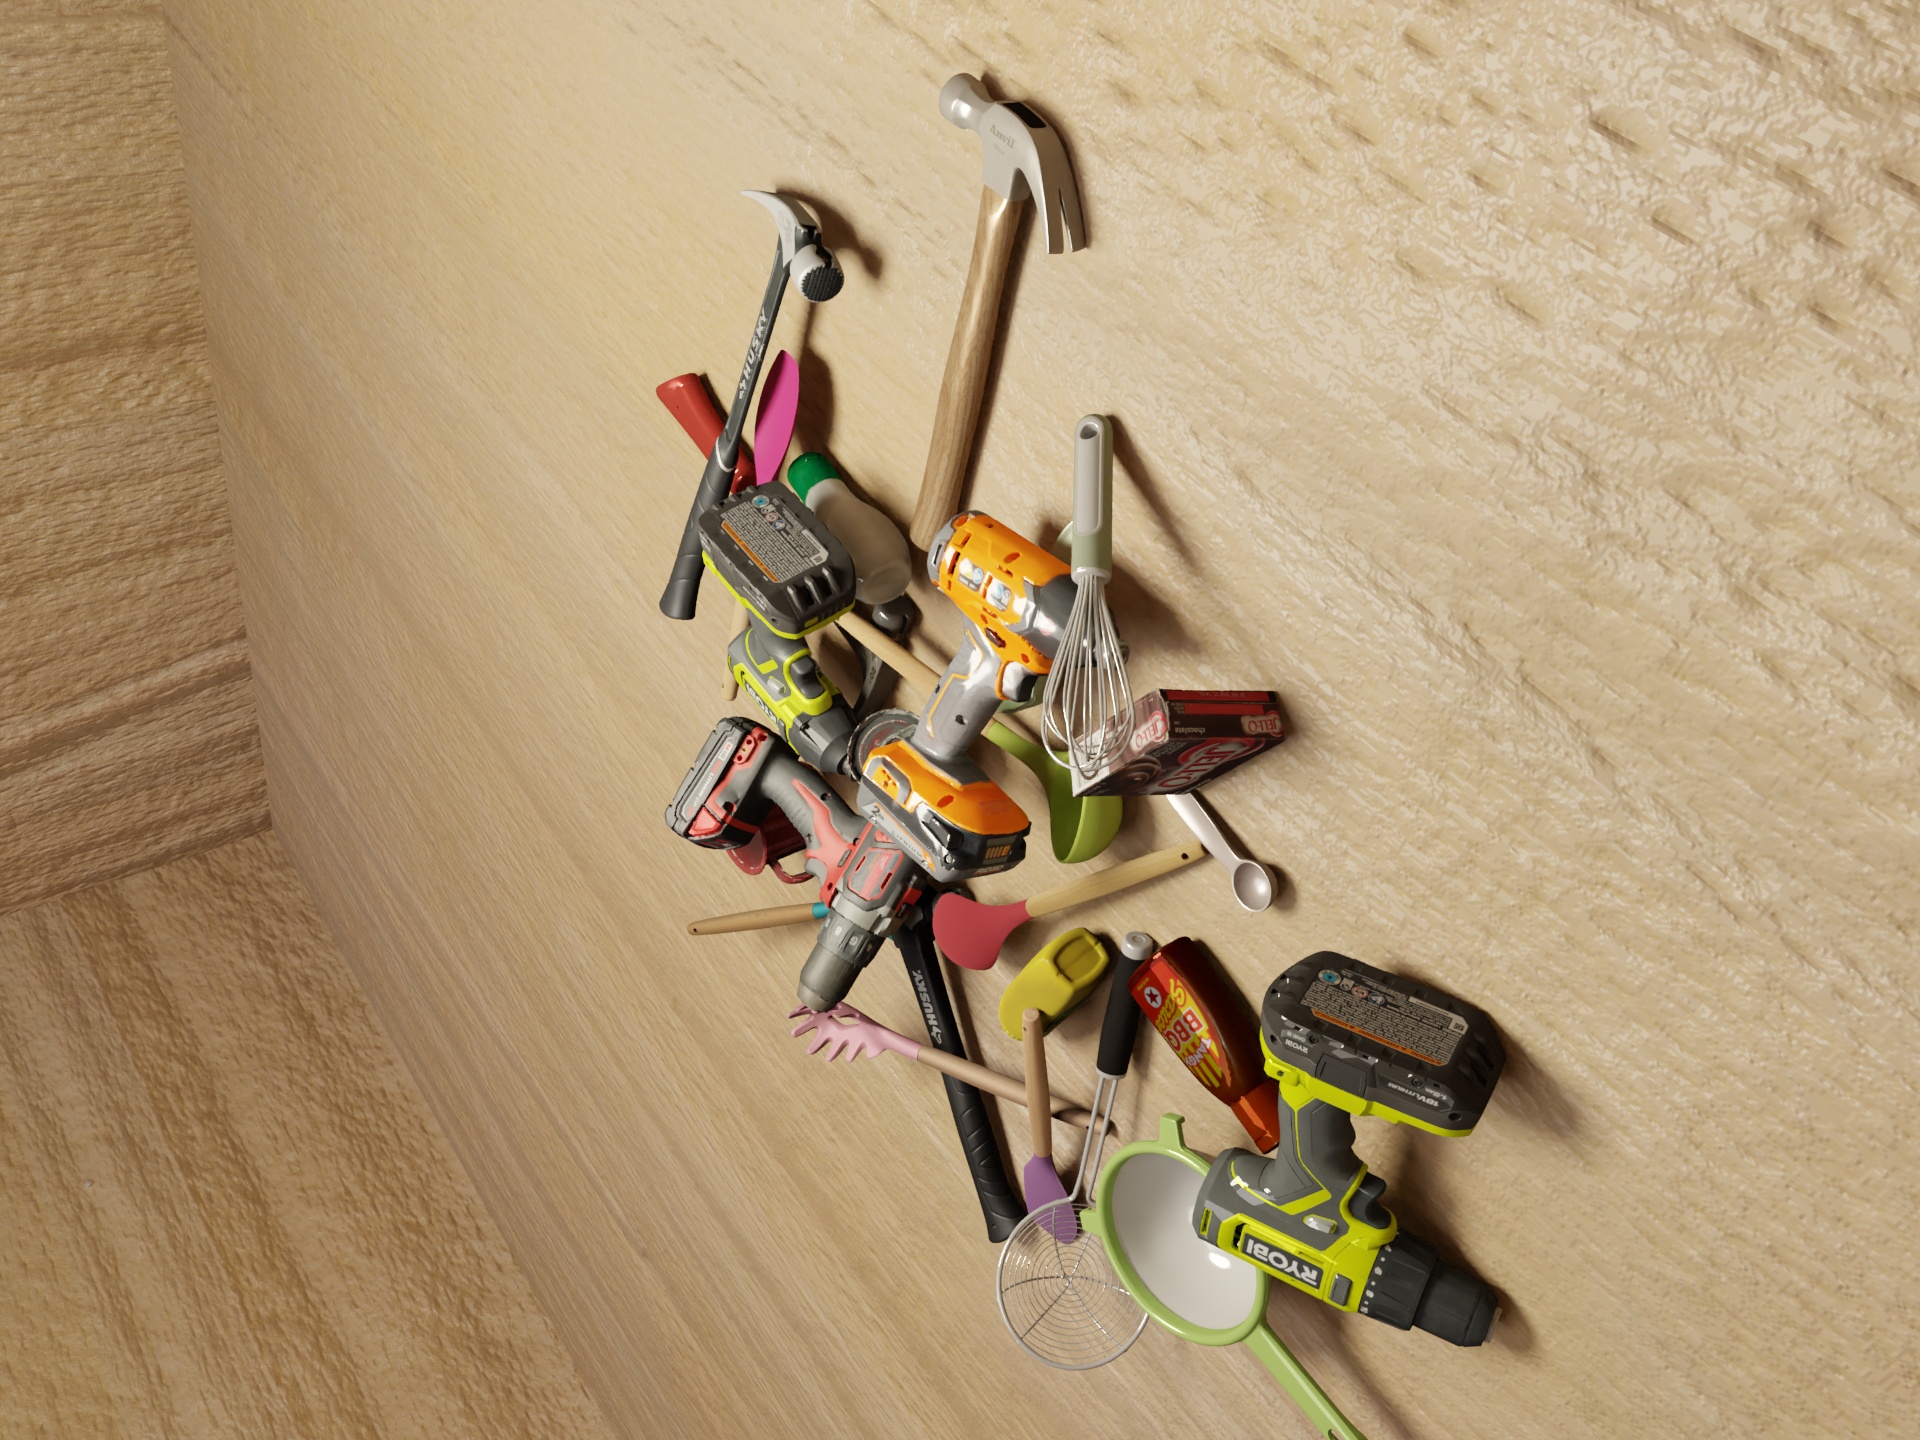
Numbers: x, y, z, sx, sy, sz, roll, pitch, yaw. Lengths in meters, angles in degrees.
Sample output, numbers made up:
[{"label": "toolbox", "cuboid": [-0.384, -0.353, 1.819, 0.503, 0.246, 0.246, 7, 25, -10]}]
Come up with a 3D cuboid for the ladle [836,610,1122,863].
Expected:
[{"label": "ladle", "cuboid": [-0.002, -0.004, 1.179, 0.320, 0.062, 0.078, 38, 127, 31]}]

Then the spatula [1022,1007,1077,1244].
[{"label": "spatula", "cuboid": [0.066, 0.330, 1.270, 0.060, 0.018, 0.315, 30, 144, 34]}]

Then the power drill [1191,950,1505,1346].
[{"label": "power drill", "cuboid": [0.248, 0.269, 0.961, 0.191, 0.080, 0.228, 20, 126, 25]}]

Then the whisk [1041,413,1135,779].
[{"label": "whisk", "cuboid": [0.079, -0.081, 0.973, 0.058, 0.059, 0.246, -7, 66, 24]}]

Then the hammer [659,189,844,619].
[{"label": "hammer", "cuboid": [-0.189, -0.238, 1.301, 0.149, 0.036, 0.408, 64, 142, 36]}]

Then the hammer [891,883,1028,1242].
[{"label": "hammer", "cuboid": [-0.009, 0.302, 1.383, 0.146, 0.035, 0.334, -7, 104, 43]}]

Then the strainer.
[{"label": "strainer", "cuboid": [0.206, 0.397, 1.115, 0.257, 0.069, 0.151, 48, 132, 23]}]

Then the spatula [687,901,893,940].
[{"label": "spatula", "cuboid": [-0.161, 0.185, 1.505, 0.317, 0.044, 0.082, -14, 100, 40]}]

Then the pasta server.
[{"label": "pasta server", "cuboid": [-0.015, 0.293, 1.335, 0.316, 0.040, 0.060, 14, 130, 34]}]

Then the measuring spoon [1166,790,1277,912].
[{"label": "measuring spoon", "cuboid": [0.170, 0.075, 1.047, 0.124, 0.018, 0.034, 54, 139, 33]}]

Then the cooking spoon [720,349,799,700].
[{"label": "cooking spoon", "cuboid": [-0.169, -0.153, 1.326, 0.069, 0.017, 0.318, 50, 134, 45]}]

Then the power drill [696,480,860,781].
[{"label": "power drill", "cuboid": [-0.130, -0.062, 1.250, 0.171, 0.080, 0.223, 47, 157, 30]}]

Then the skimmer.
[{"label": "skimmer", "cuboid": [0.107, 0.329, 1.197, 0.090, 0.127, 0.363, -90, 7, -62]}]

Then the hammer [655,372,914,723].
[{"label": "hammer", "cuboid": [-0.161, -0.163, 1.367, 0.359, 0.036, 0.149, 53, 143, 23]}]

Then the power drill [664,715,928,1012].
[{"label": "power drill", "cuboid": [-0.139, 0.117, 1.337, 0.227, 0.080, 0.188, 30, 89, 25]}]

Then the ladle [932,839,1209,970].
[{"label": "ladle", "cuboid": [0.071, 0.133, 1.176, 0.315, 0.031, 0.069, -28, 92, 48]}]

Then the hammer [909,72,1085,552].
[{"label": "hammer", "cuboid": [0.009, -0.252, 1.083, 0.130, 0.031, 0.331, 46, 140, 32]}]

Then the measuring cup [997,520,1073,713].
[{"label": "measuring cup", "cuboid": [0.059, -0.076, 1.107, 0.083, 0.038, 0.167, 52, 131, 27]}]

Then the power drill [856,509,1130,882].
[{"label": "power drill", "cuboid": [0.024, -0.007, 1.070, 0.164, 0.084, 0.226, 37, 118, 37]}]
